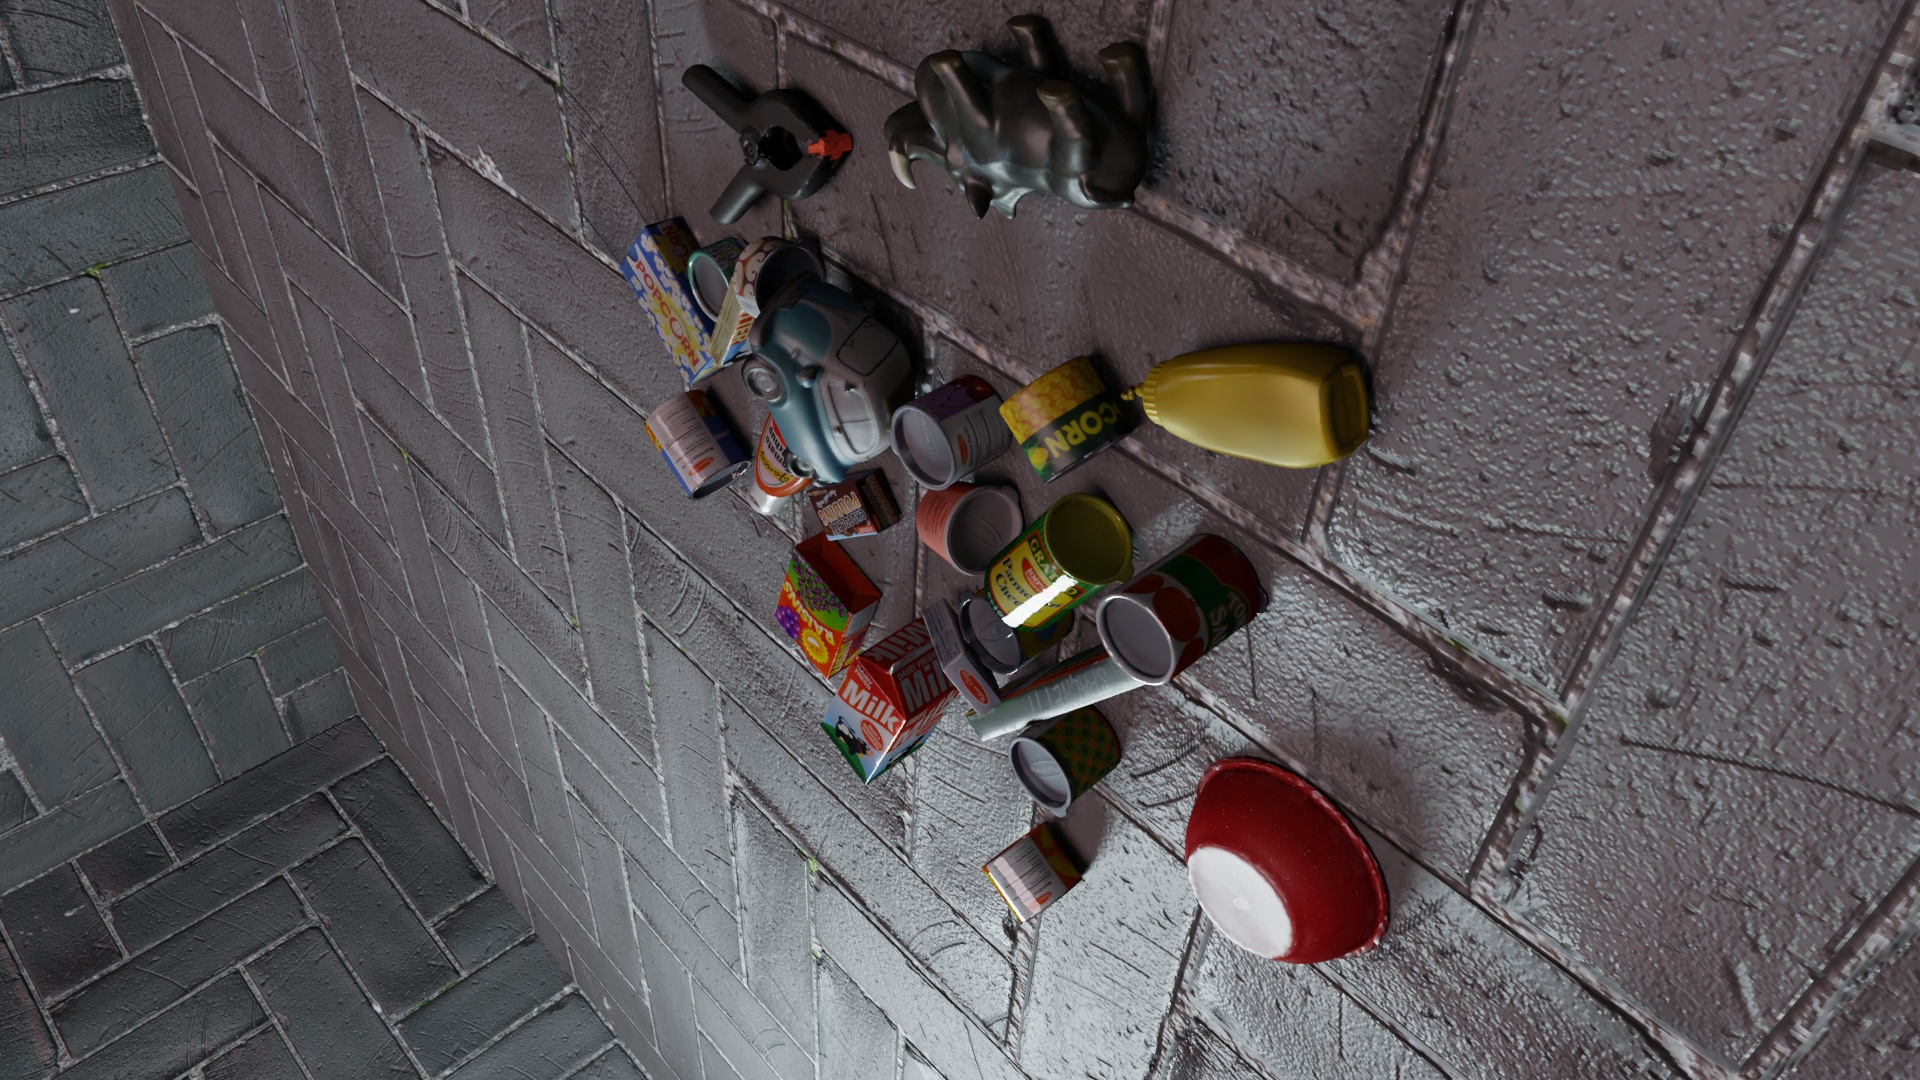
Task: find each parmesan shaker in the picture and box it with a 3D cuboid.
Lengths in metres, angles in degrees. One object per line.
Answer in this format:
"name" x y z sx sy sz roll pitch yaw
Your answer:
"parmesan shaker" 0.067 0.020 0.961 0.071 0.071 0.102 55 147 6

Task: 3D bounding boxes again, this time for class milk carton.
"milk carton" -0.056 0.134 1.213 0.073 0.072 0.189 50 146 14

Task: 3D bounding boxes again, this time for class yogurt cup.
"yogurt cup" 0.004 -0.013 1.025 0.054 0.072 0.072 25 134 53

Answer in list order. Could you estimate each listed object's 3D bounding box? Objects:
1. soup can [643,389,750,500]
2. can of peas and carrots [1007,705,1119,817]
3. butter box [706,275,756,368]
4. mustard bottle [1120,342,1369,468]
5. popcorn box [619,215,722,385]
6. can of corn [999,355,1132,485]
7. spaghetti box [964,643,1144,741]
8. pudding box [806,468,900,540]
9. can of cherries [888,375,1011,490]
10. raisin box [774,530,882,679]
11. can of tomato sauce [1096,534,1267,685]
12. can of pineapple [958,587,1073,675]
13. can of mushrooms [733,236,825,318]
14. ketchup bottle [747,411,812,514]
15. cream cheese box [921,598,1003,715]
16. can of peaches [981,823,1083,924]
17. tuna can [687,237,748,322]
"soup can" -0.246 -0.089 1.300 0.084 0.071 0.071 56 147 7
"can of peas and carrots" 0.081 0.166 1.065 0.071 0.059 0.070 33 140 34
"butter box" -0.170 -0.184 1.132 0.024 0.053 0.103 55 147 12
"mustard bottle" 0.152 -0.081 0.783 0.160 0.049 0.065 15 126 49
"popcorn box" -0.244 -0.210 1.226 0.126 0.038 0.085 60 149 -1
"can of corn" 0.067 -0.077 0.883 0.058 0.071 0.071 58 147 2
"spaghetti box" 0.082 0.104 1.023 0.028 0.050 0.249 57 147 0
"pudding box" -0.090 -0.029 1.167 0.083 0.030 0.049 -6 112 55
"can of cherries" -0.008 -0.079 0.992 0.071 0.058 0.071 34 140 34
"raisin box" -0.124 0.061 1.277 0.086 0.040 0.122 48 146 16
"can of tomato sauce" 0.138 0.044 0.869 0.071 0.083 0.070 34 139 35
"can of pineapple" 0.041 0.056 1.033 0.071 0.058 0.070 33 139 35
"can of mushrooms" -0.138 -0.201 1.066 0.033 0.071 0.070 25 134 42
"ketchup bottle" -0.150 -0.070 1.205 0.065 0.044 0.148 54 148 9
"cream cheese box" 0.001 0.089 1.088 0.053 0.024 0.104 53 -176 -24
"can of peaches" 0.061 0.282 1.180 0.058 0.071 0.071 53 147 9
"tuna can" -0.196 -0.218 1.159 0.071 0.033 0.070 34 140 34
